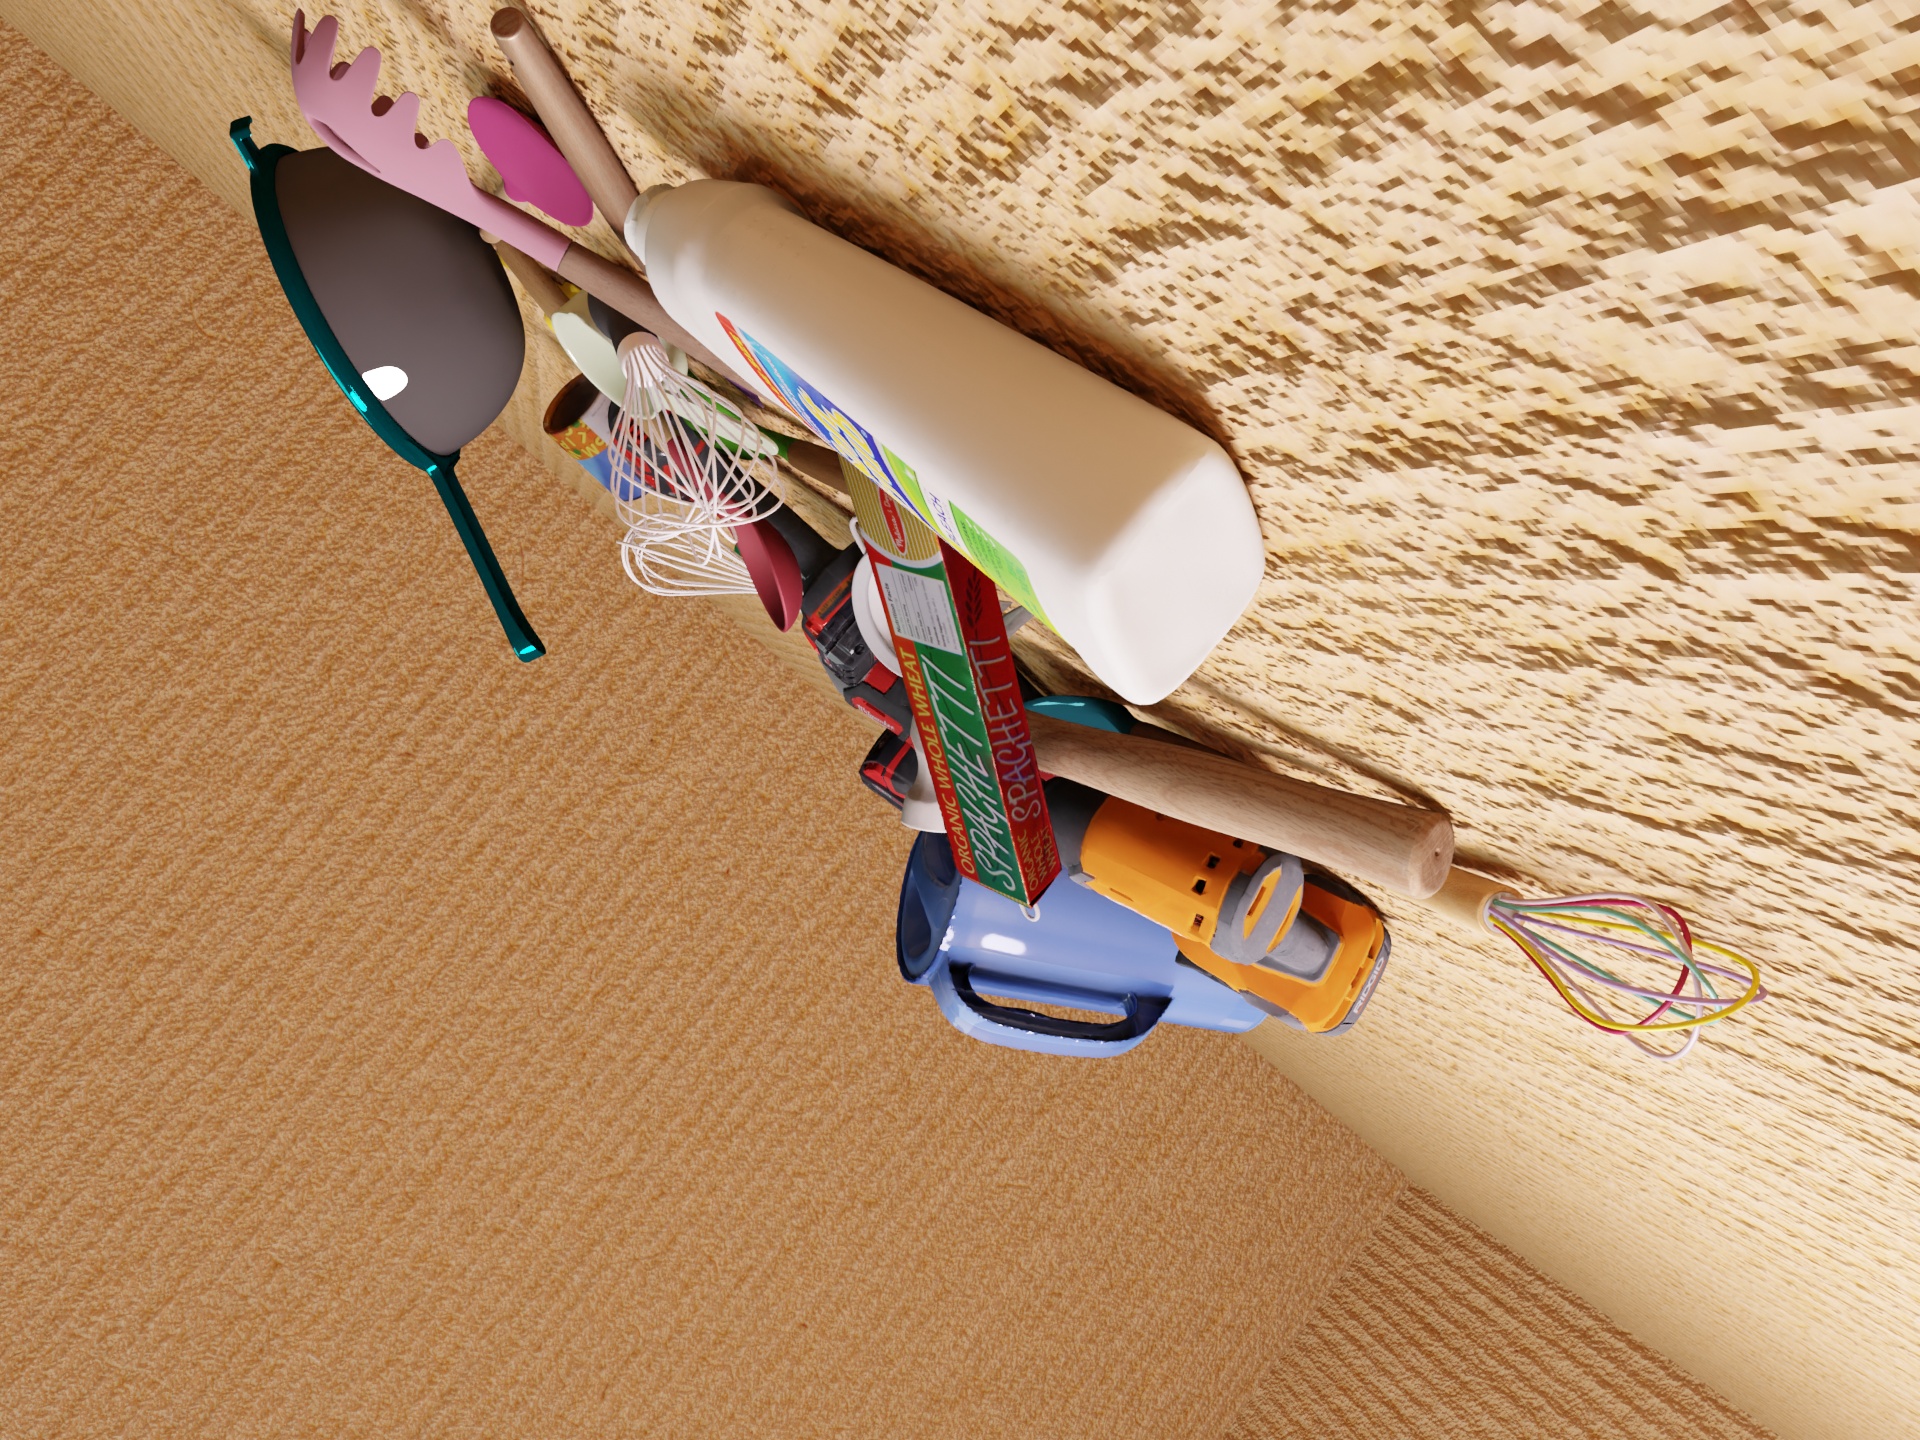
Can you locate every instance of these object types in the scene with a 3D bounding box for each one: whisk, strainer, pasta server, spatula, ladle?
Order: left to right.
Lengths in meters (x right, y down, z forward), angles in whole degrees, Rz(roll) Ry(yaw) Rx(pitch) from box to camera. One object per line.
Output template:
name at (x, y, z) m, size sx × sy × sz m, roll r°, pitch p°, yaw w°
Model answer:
strainer at (-0.301, -0.207, 0.971) m, size 0.211 × 0.095 × 0.340 m, roll -56°, pitch -59°, yaw -86°
pasta server at (-0.138, -0.187, 0.669) m, size 0.316 × 0.040 × 0.060 m, roll 29°, pitch 175°, yaw -14°
spatula at (-0.140, -0.210, 0.697) m, size 0.060 × 0.018 × 0.315 m, roll 42°, pitch 176°, yaw 11°
ladle at (-0.186, -0.180, 0.934) m, size 0.315 × 0.031 × 0.069 m, roll 50°, pitch 159°, yaw 11°
whisk at (-0.139, -0.154, 0.730) m, size 0.070 × 0.070 × 0.285 m, roll 43°, pitch -169°, yaw -38°
whisk at (-0.147, -0.101, 1.182) m, size 0.246 × 0.058 × 0.059 m, roll 15°, pitch -177°, yaw -43°
strainer at (-0.001, -0.003, 0.938) m, size 0.087 × 0.050 × 0.258 m, roll -21°, pitch 89°, yaw 45°
spatula at (0.106, 0.024, 0.841) m, size 0.082 × 0.044 × 0.318 m, roll 20°, pitch -176°, yaw -24°
whisk at (0.214, 0.078, 0.609) m, size 0.051 × 0.047 × 0.245 m, roll 38°, pitch 178°, yaw -10°

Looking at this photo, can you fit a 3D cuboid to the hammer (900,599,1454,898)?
hammer at (0.085, 0.021, 0.750) m, size 0.031 × 0.130 × 0.331 m, roll 4°, pitch -173°, yaw -40°

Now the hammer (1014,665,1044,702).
hammer at (0.135, 0.071, 1.132) m, size 0.408 × 0.036 × 0.149 m, roll 42°, pitch 175°, yaw -28°

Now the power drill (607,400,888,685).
power drill at (-0.130, -0.126, 1.050) m, size 0.226 × 0.080 × 0.188 m, roll 41°, pitch 175°, yaw 1°

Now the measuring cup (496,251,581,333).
measuring cup at (-0.268, -0.267, 1.016) m, size 0.157 × 0.029 × 0.062 m, roll 34°, pitch 173°, yaw 30°

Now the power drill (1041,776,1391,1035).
power drill at (0.134, 0.094, 0.877) m, size 0.164 × 0.084 × 0.226 m, roll 25°, pitch 174°, yaw 37°

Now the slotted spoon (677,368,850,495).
slotted spoon at (-0.074, -0.136, 0.838) m, size 0.314 × 0.031 × 0.070 m, roll 31°, pitch 166°, yaw 47°

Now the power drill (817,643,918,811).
power drill at (-0.035, 0.005, 1.177) m, size 0.143 × 0.078 × 0.219 m, roll 33°, pitch 166°, yaw 20°

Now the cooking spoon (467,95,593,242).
cooking spoon at (-0.225, -0.267, 0.804) m, size 0.068 × 0.017 × 0.319 m, roll 43°, pitch 173°, yaw -22°

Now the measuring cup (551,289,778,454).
measuring cup at (-0.150, -0.187, 0.857) m, size 0.168 × 0.038 × 0.083 m, roll 30°, pitch 161°, yaw 27°
